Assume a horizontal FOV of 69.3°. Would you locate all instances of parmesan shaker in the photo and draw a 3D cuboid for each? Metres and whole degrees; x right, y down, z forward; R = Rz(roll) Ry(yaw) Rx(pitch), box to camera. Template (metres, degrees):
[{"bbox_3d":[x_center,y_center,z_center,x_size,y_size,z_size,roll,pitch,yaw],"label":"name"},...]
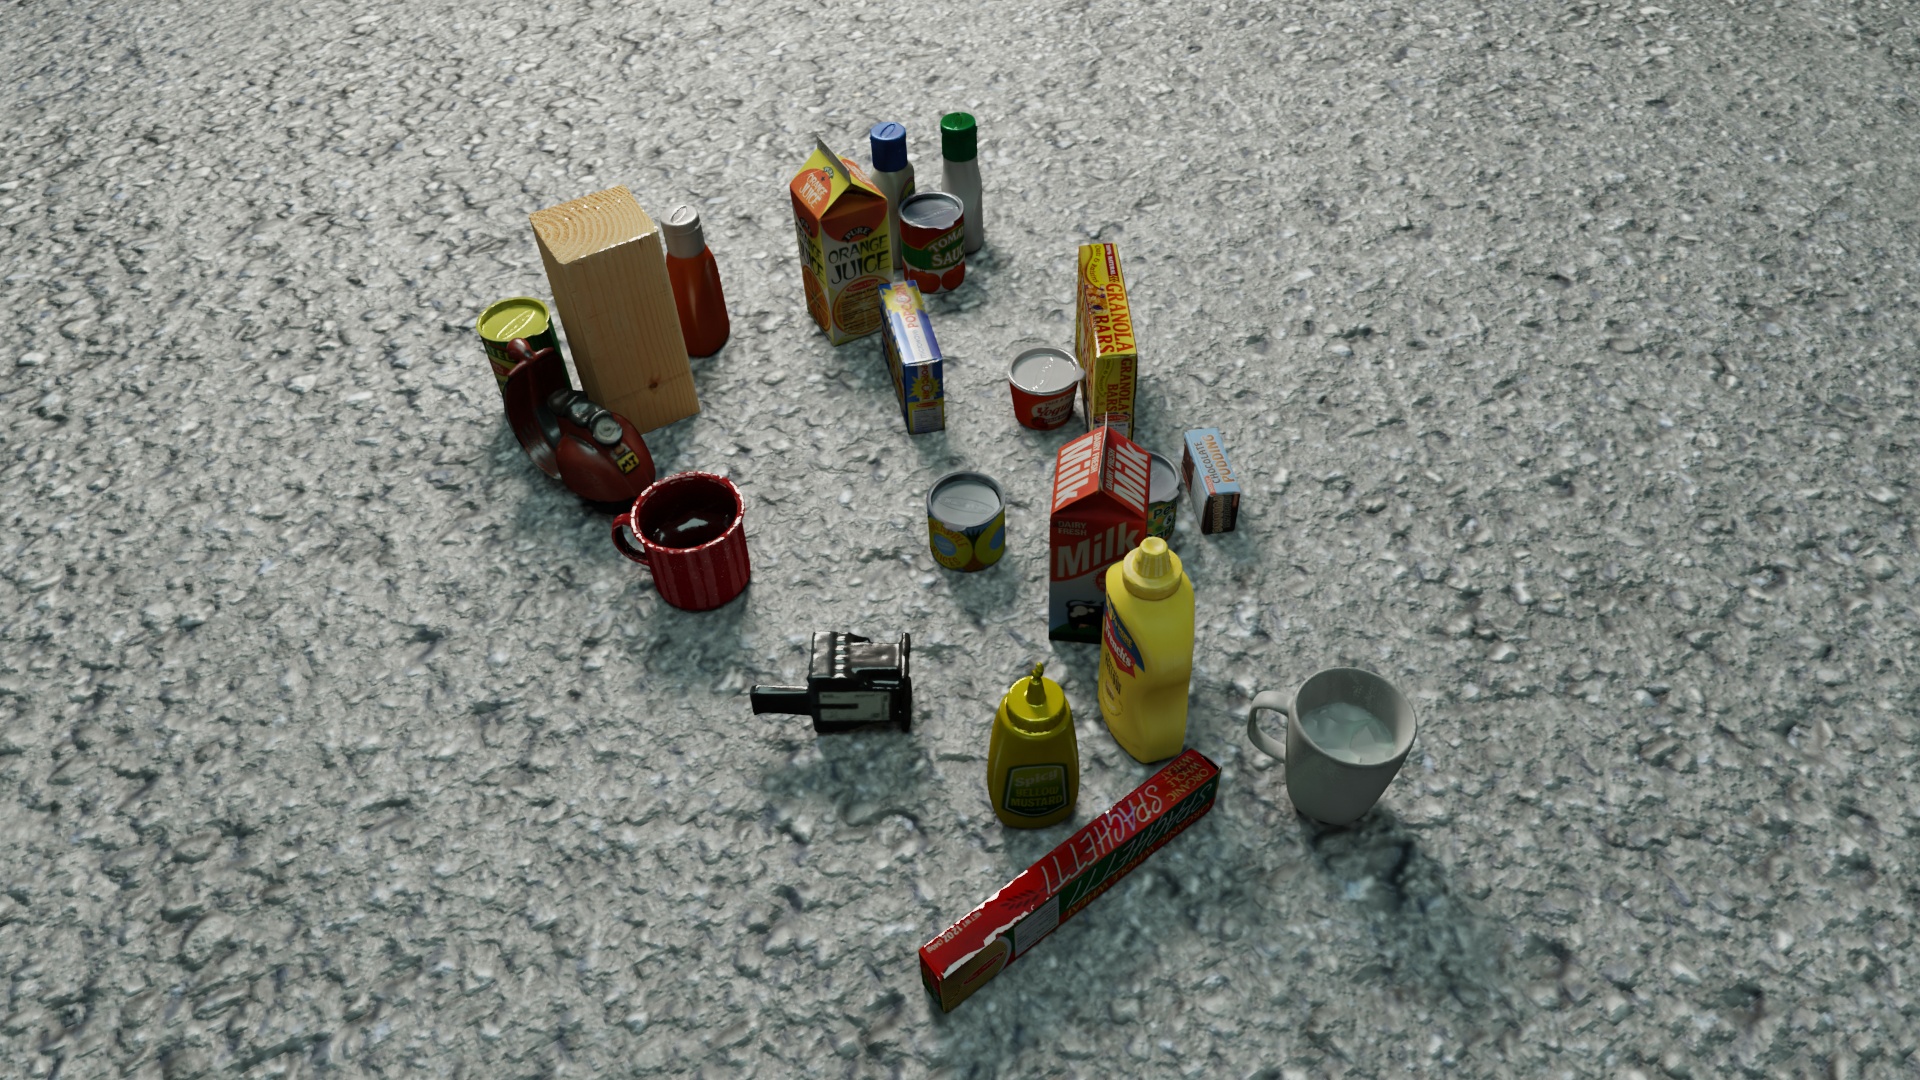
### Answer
[{"bbox_3d":[-0.403,-0.166,1.300,0.071,0.102,0.072,-1,47,2],"label":"parmesan shaker"}]

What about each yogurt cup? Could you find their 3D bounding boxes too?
[{"bbox_3d":[0.077,-0.139,1.286,0.072,0.053,0.073,-1,47,1],"label":"yogurt cup"}]

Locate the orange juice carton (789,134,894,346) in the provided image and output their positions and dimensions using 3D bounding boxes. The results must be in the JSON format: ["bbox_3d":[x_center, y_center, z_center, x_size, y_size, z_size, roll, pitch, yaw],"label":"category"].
[{"bbox_3d":[-0.114,-0.291,1.344,0.073,0.191,0.072,-22,49,-17],"label":"orange juice carton"}]

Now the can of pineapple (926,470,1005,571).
[{"bbox_3d":[0.004,-0.015,1.168,0.071,0.057,0.071,-1,47,1],"label":"can of pineapple"}]

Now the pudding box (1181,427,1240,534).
[{"bbox_3d":[0.215,-0.053,1.200,0.030,0.049,0.084,-7,47,-3],"label":"pudding box"}]

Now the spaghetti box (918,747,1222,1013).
[{"bbox_3d":[0.079,0.226,0.942,0.251,0.050,0.029,-31,53,-24],"label":"spaghetti box"}]

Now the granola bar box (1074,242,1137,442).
[{"bbox_3d":[0.132,-0.173,1.267,0.039,0.123,0.166,-3,47,0],"label":"granola bar box"}]

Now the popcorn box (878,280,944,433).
[{"bbox_3d":[-0.046,-0.173,1.302,0.038,0.084,0.127,-11,47,-7],"label":"popcorn box"}]

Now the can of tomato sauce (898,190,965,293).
[{"bbox_3d":[-0.027,-0.305,1.428,0.071,0.082,0.071,-1,47,1],"label":"can of tomato sauce"}]

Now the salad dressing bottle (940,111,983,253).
[{"bbox_3d":[0.001,-0.371,1.445,0.044,0.146,0.064,2,47,5],"label":"salad dressing bottle"}]

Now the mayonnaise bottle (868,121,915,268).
[{"bbox_3d":[-0.070,-0.357,1.435,0.041,0.147,0.065,16,49,17],"label":"mayonnaise bottle"}]

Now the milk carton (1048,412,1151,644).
[{"bbox_3d":[0.106,-0.006,1.064,0.073,0.189,0.073,4,47,7],"label":"milk carton"}]

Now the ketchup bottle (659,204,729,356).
[{"bbox_3d":[-0.258,-0.253,1.344,0.043,0.148,0.065,11,48,13],"label":"ketchup bottle"}]

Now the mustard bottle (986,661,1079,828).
[{"bbox_3d":[0.050,0.138,0.952,0.065,0.159,0.049,-5,47,-2],"label":"mustard bottle"}]

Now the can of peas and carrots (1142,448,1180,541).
[{"bbox_3d":[0.153,-0.034,1.179,0.071,0.058,0.071,-1,47,1],"label":"can of peas and carrots"}]
